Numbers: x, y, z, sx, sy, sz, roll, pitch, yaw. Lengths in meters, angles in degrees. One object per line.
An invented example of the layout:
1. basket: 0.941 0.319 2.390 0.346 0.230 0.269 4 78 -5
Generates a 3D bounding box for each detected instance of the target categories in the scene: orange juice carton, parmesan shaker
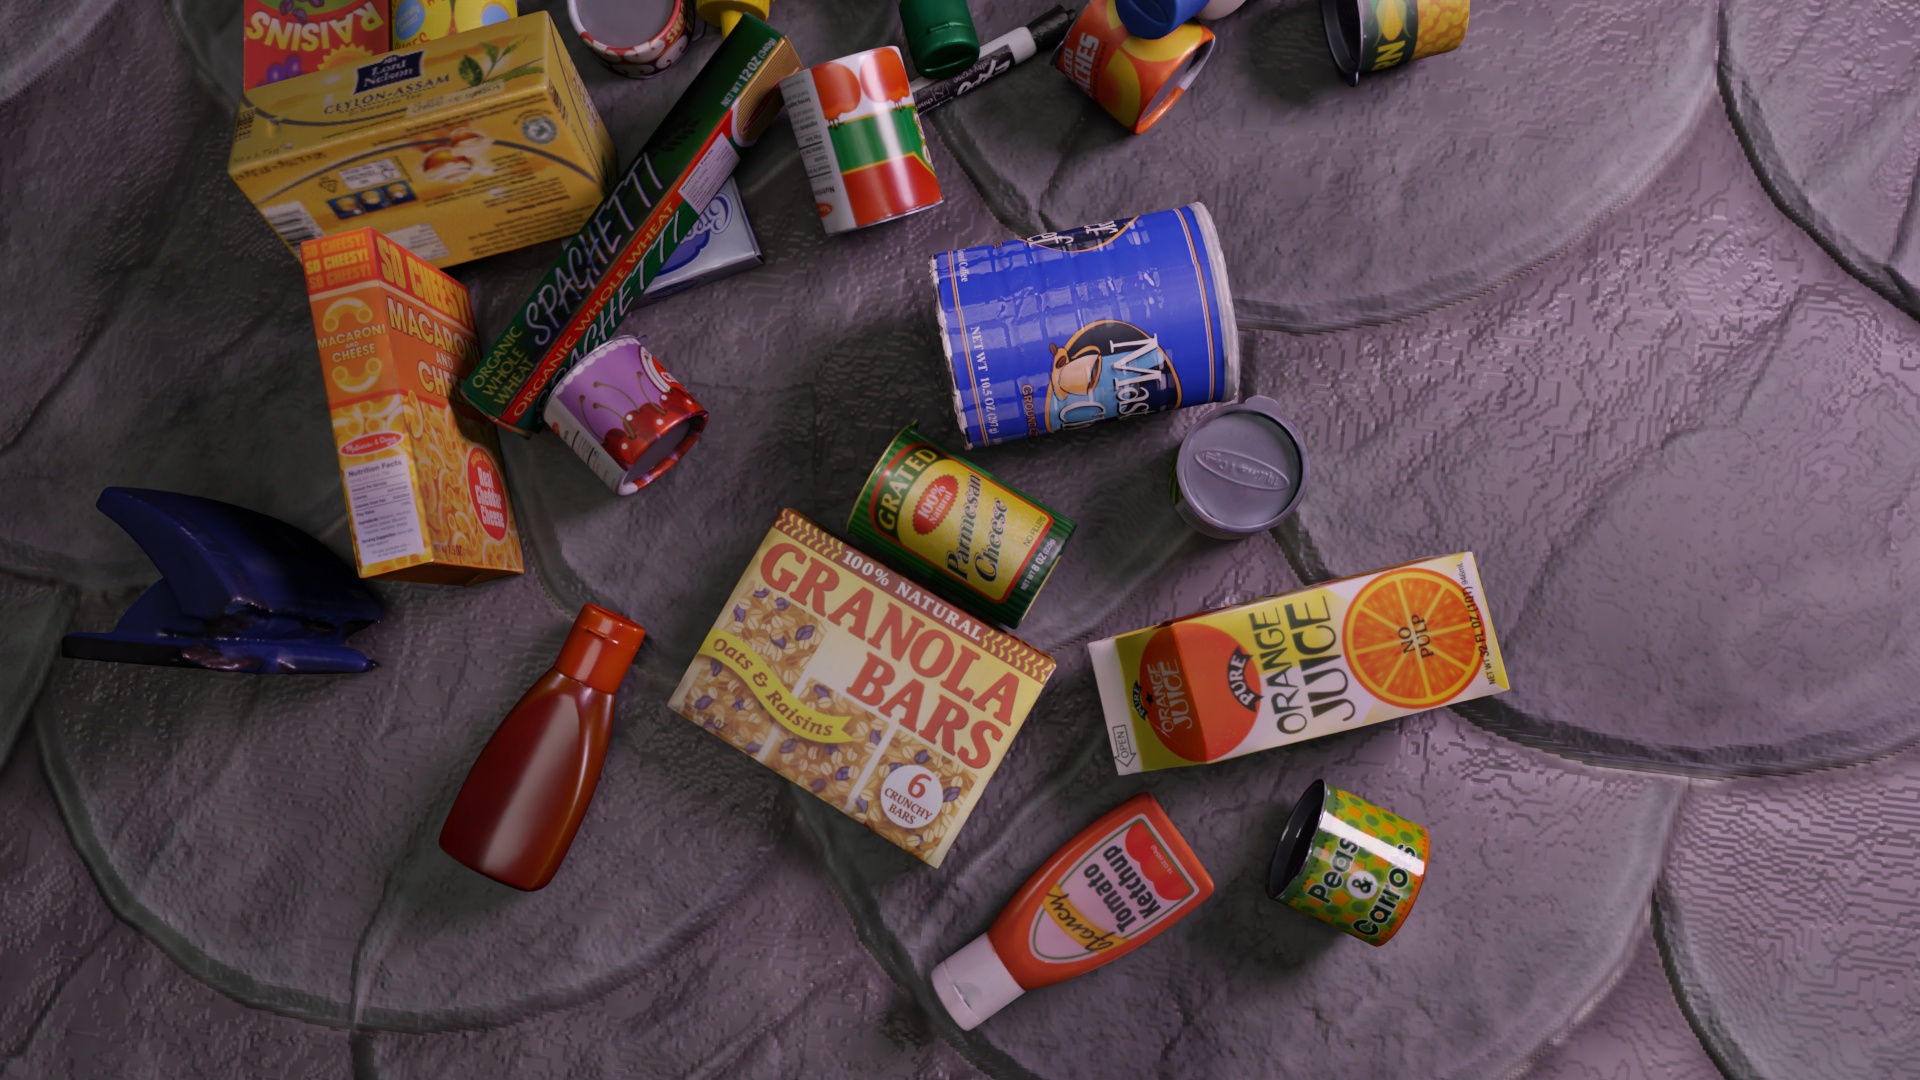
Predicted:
1. orange juice carton: 0.166 0.063 0.708 0.193 0.073 0.072 -14 86 3
2. parmesan shaker: 0.003 -0.009 0.726 0.103 0.071 0.071 30 88 5

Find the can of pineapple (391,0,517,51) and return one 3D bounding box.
1. can of pineapple: -0.277 -0.276 0.760 0.071 0.071 0.058 -3 86 3

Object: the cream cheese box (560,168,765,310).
1. cream cheese box: -0.166 -0.163 0.768 0.104 0.024 0.053 -19 85 2

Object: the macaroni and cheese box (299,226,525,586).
1. macaroni and cheese box: -0.280 -0.062 0.717 0.040 0.123 0.166 -13 85 1

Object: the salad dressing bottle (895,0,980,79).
1. salad dressing bottle: -0.025 -0.324 0.753 0.064 0.044 0.148 -16 78 4

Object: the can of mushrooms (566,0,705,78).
1. can of mushrooms: -0.181 -0.296 0.774 0.071 0.033 0.071 0 85 4

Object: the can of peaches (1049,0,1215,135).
1. can of peaches: 0.092 -0.258 0.739 0.058 0.071 0.071 42 89 4

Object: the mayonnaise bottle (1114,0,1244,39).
1. mayonnaise bottle: 0.131 -0.301 0.715 0.065 0.041 0.149 42 53 4

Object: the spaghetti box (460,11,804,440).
1. spaghetti box: -0.170 -0.163 0.730 0.029 0.050 0.250 36 88 8

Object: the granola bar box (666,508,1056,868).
1. granola bar box: -0.051 0.076 0.737 0.165 0.039 0.124 30 89 5

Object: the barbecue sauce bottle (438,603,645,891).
1. barbecue sauce bottle: -0.217 0.107 0.742 0.065 0.043 0.148 26 87 5

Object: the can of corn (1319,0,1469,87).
1. can of corn: 0.229 -0.282 0.734 0.058 0.071 0.071 -14 85 2

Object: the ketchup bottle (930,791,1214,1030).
1. ketchup bottle: 0.054 0.196 0.720 0.149 0.043 0.065 -35 85 1

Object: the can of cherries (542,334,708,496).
1. can of cherries: -0.176 -0.068 0.741 0.071 0.071 0.058 -45 85 0

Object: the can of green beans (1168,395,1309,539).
1. can of green beans: 0.144 -0.035 0.724 0.071 0.058 0.071 0 86 4

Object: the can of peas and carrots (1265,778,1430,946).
1. can of peas and carrots: 0.195 0.163 0.700 0.059 0.071 0.071 24 88 4

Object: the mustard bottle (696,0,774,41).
1. mustard bottle: -0.123 -0.338 0.766 0.065 0.049 0.160 0 86 5

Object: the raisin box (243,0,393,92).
1. raisin box: -0.353 -0.281 0.780 0.086 0.040 0.123 -3 84 2

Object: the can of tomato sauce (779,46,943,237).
1. can of tomato sauce: -0.050 -0.210 0.733 0.071 0.071 0.083 -16 105 2
